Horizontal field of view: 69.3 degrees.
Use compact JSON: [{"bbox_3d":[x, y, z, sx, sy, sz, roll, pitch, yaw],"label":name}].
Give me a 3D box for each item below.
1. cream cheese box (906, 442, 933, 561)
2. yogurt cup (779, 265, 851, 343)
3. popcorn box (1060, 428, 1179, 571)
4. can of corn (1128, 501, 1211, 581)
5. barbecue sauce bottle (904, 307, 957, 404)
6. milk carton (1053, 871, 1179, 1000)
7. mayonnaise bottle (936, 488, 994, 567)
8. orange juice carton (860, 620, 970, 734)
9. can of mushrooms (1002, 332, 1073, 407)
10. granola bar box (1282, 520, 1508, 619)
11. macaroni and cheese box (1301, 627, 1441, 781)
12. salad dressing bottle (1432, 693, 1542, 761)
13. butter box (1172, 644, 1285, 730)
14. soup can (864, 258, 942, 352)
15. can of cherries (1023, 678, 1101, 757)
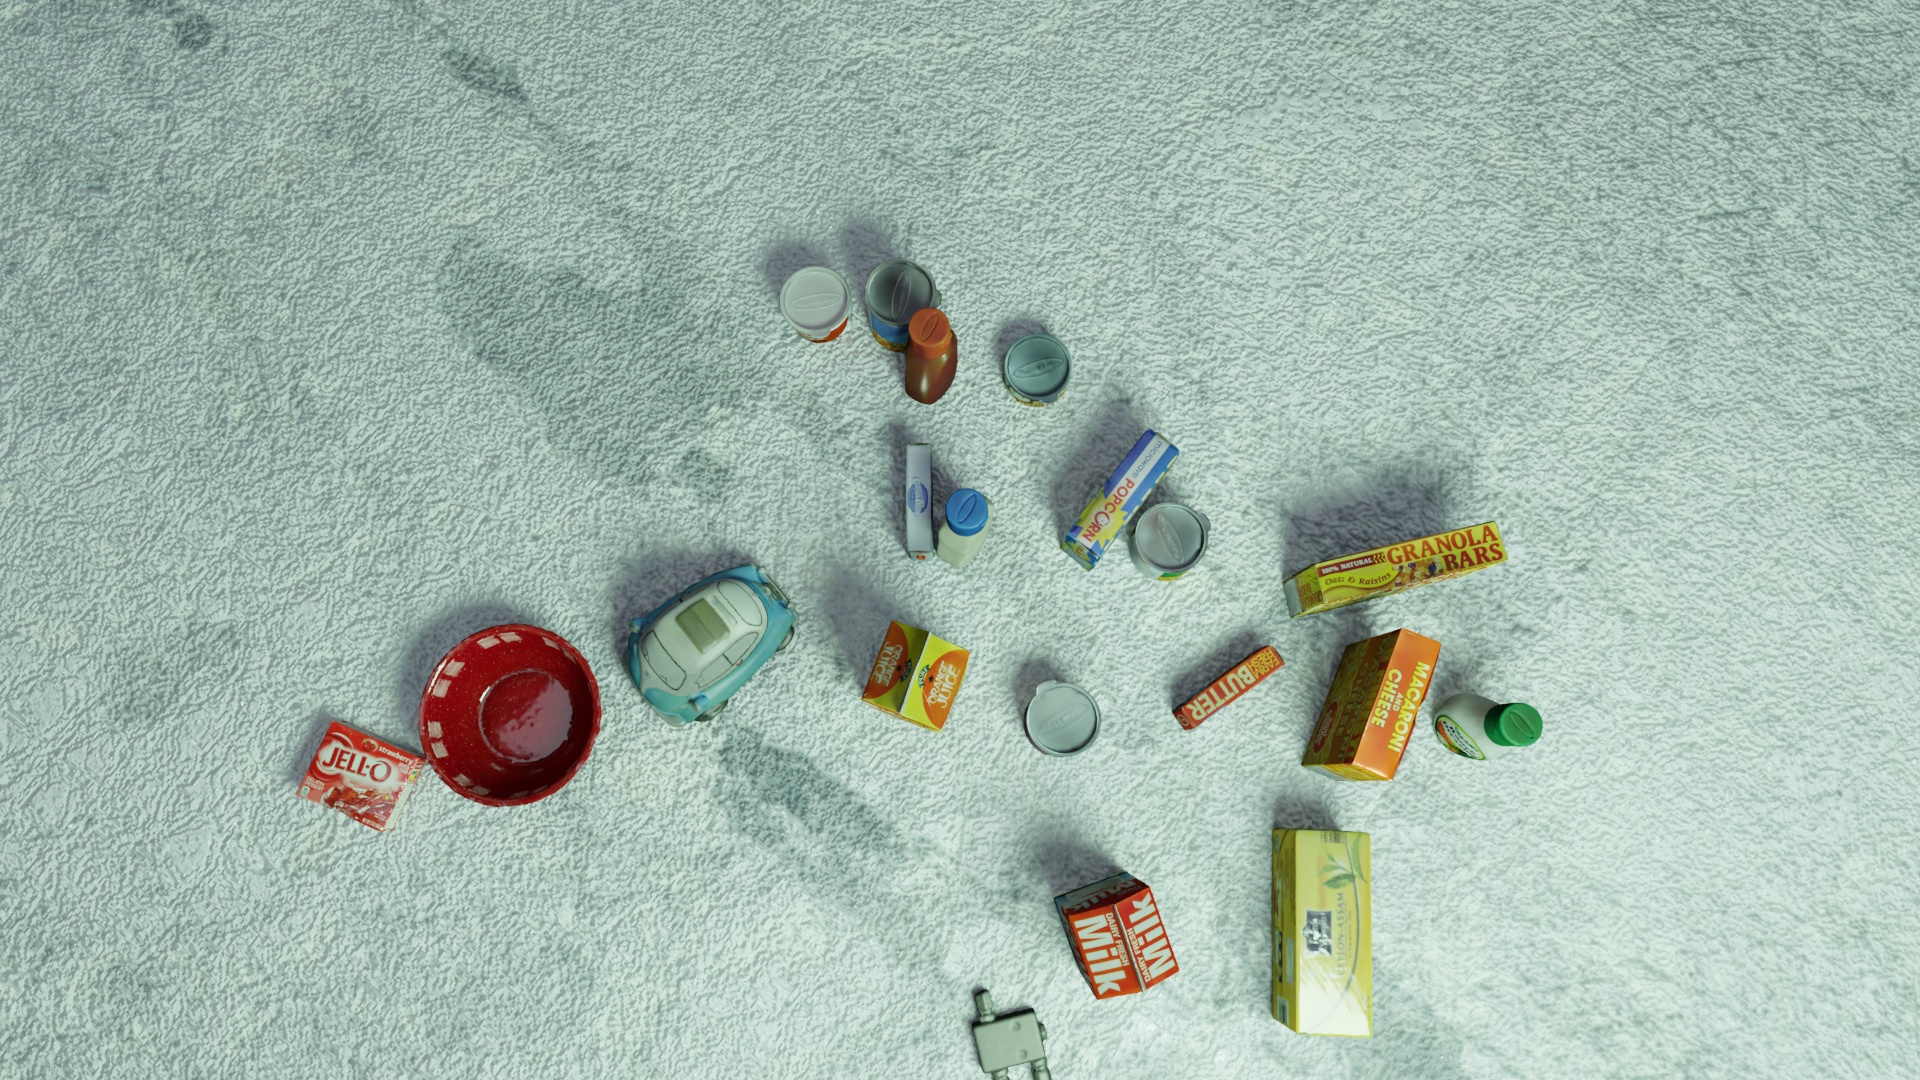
[{"bbox_3d":[-0.038,-0.035,1.291,0.024,0.053,0.104,-1,80,-1],"label":"cream cheese box"},{"bbox_3d":[-0.136,-0.221,1.322,0.072,0.054,0.072,0,80,-1],"label":"yogurt cup"},{"bbox_3d":[0.146,-0.036,1.278,0.038,0.085,0.127,37,82,5],"label":"popcorn box"},{"bbox_3d":[0.193,0.001,1.285,0.071,0.058,0.071,0,80,-1],"label":"can of corn"},{"bbox_3d":[-0.027,-0.172,1.267,0.044,0.148,0.065,27,81,4],"label":"barbecue sauce bottle"},{"bbox_3d":[0.130,0.329,1.159,0.073,0.190,0.072,-19,81,-4],"label":"milk carton"},{"bbox_3d":[0.004,-0.016,1.240,0.041,0.148,0.065,30,81,4],"label":"mayonnaise bottle"},{"bbox_3d":[-0.037,0.119,1.193,0.073,0.192,0.072,21,81,3],"label":"orange juice carton"},{"bbox_3d":[0.074,-0.160,1.325,0.071,0.033,0.071,0,80,-1],"label":"can of mushrooms"},{"bbox_3d":[0.386,0.027,1.250,0.166,0.124,0.039,-13,81,-3],"label":"granola bar box"},{"bbox_3d":[0.355,0.146,1.207,0.040,0.166,0.124,23,81,3],"label":"macaroni and cheese box"},{"bbox_3d":[0.461,0.162,1.215,0.044,0.147,0.064,-38,83,-6],"label":"salad dressing bottle"},{"bbox_3d":[0.243,0.134,1.265,0.103,0.053,0.024,-34,82,-6],"label":"butter box"},{"bbox_3d":[-0.053,-0.219,1.308,0.071,0.083,0.071,0,80,-1],"label":"soup can"},{"bbox_3d":[0.090,0.160,1.255,0.071,0.058,0.071,0,80,-1],"label":"can of cherries"}]
